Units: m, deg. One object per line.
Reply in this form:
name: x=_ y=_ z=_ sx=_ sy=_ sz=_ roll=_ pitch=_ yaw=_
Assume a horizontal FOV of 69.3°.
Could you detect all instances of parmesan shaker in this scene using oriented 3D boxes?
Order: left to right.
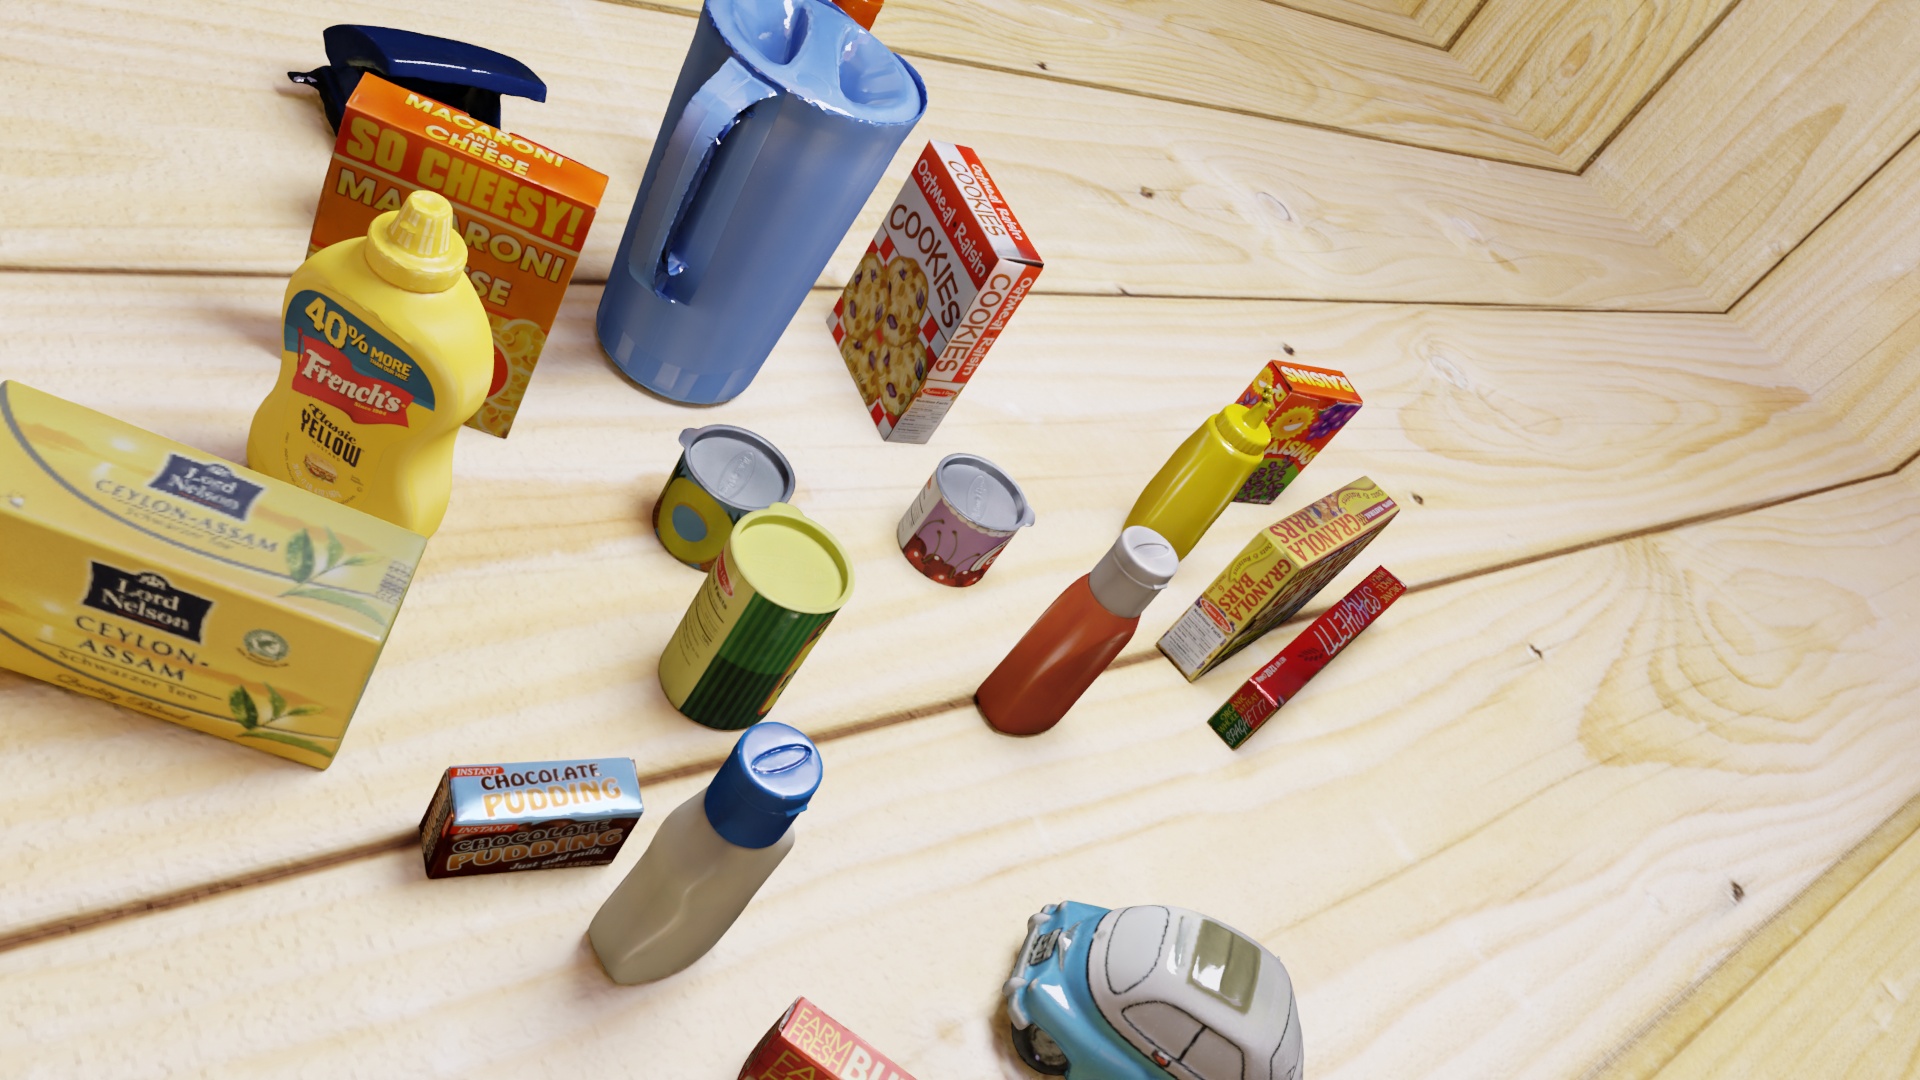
parmesan shaker: x=-0.105 y=0.040 z=0.710 sx=0.071 sy=0.102 sz=0.072 roll=21 pitch=39 yaw=-19

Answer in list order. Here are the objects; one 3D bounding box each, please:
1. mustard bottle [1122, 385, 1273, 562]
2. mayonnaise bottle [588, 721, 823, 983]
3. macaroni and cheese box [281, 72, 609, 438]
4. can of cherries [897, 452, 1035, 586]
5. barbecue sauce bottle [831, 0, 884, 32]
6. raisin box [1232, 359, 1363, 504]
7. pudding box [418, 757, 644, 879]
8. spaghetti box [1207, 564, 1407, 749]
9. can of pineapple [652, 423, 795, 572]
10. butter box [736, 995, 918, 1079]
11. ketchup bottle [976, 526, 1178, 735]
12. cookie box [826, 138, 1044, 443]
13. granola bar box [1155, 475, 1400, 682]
mustard bottle: x=0.173 y=-0.047 z=0.973 sx=0.049 sy=0.159 sz=0.066 roll=29 pitch=37 yaw=-9
mayonnaise bottle: x=-0.103 y=0.131 z=0.578 sx=0.065 sy=0.147 sz=0.041 roll=-12 pitch=58 yaw=-45
macaroni and cheese box: x=-0.271 y=-0.142 z=0.725 sx=0.124 sy=0.165 sz=0.040 roll=20 pitch=40 yaw=-20
can of cherries: x=0.003 y=-0.011 z=0.886 sx=0.071 sy=0.058 sz=0.072 roll=21 pitch=39 yaw=-19
barbecue sauce bottle: x=-0.110 y=-0.379 z=1.119 sx=0.044 sy=0.147 sz=0.065 roll=17 pitch=41 yaw=-24
raisin box: x=0.246 y=-0.083 z=1.099 sx=0.086 sy=0.122 sz=0.040 roll=4 pitch=47 yaw=-35
pudding box: x=-0.186 y=0.120 z=0.606 sx=0.084 sy=0.049 sz=0.030 roll=4 pitch=47 yaw=-35
spaghetti box: x=0.254 y=0.078 z=0.993 sx=0.029 sy=0.050 sz=0.251 roll=47 pitch=38 yaw=14
can of pineapple: x=-0.137 y=-0.025 z=0.792 sx=0.071 sy=0.057 sz=0.071 roll=21 pitch=39 yaw=-19
butter box: x=-0.042 y=0.241 z=0.586 sx=0.103 sy=0.053 sz=0.024 roll=36 pitch=37 yaw=0
ketchup bottle: x=0.069 y=0.053 z=0.795 sx=0.065 sy=0.148 sz=0.044 roll=-6 pitch=54 yaw=-42
cookie box: x=-0.021 y=-0.167 z=0.945 sx=0.040 sy=0.166 sz=0.123 roll=2 pitch=49 yaw=-37
granola bar box: x=0.223 y=0.025 z=0.965 sx=0.039 sy=0.123 sz=0.166 roll=49 pitch=39 yaw=16
